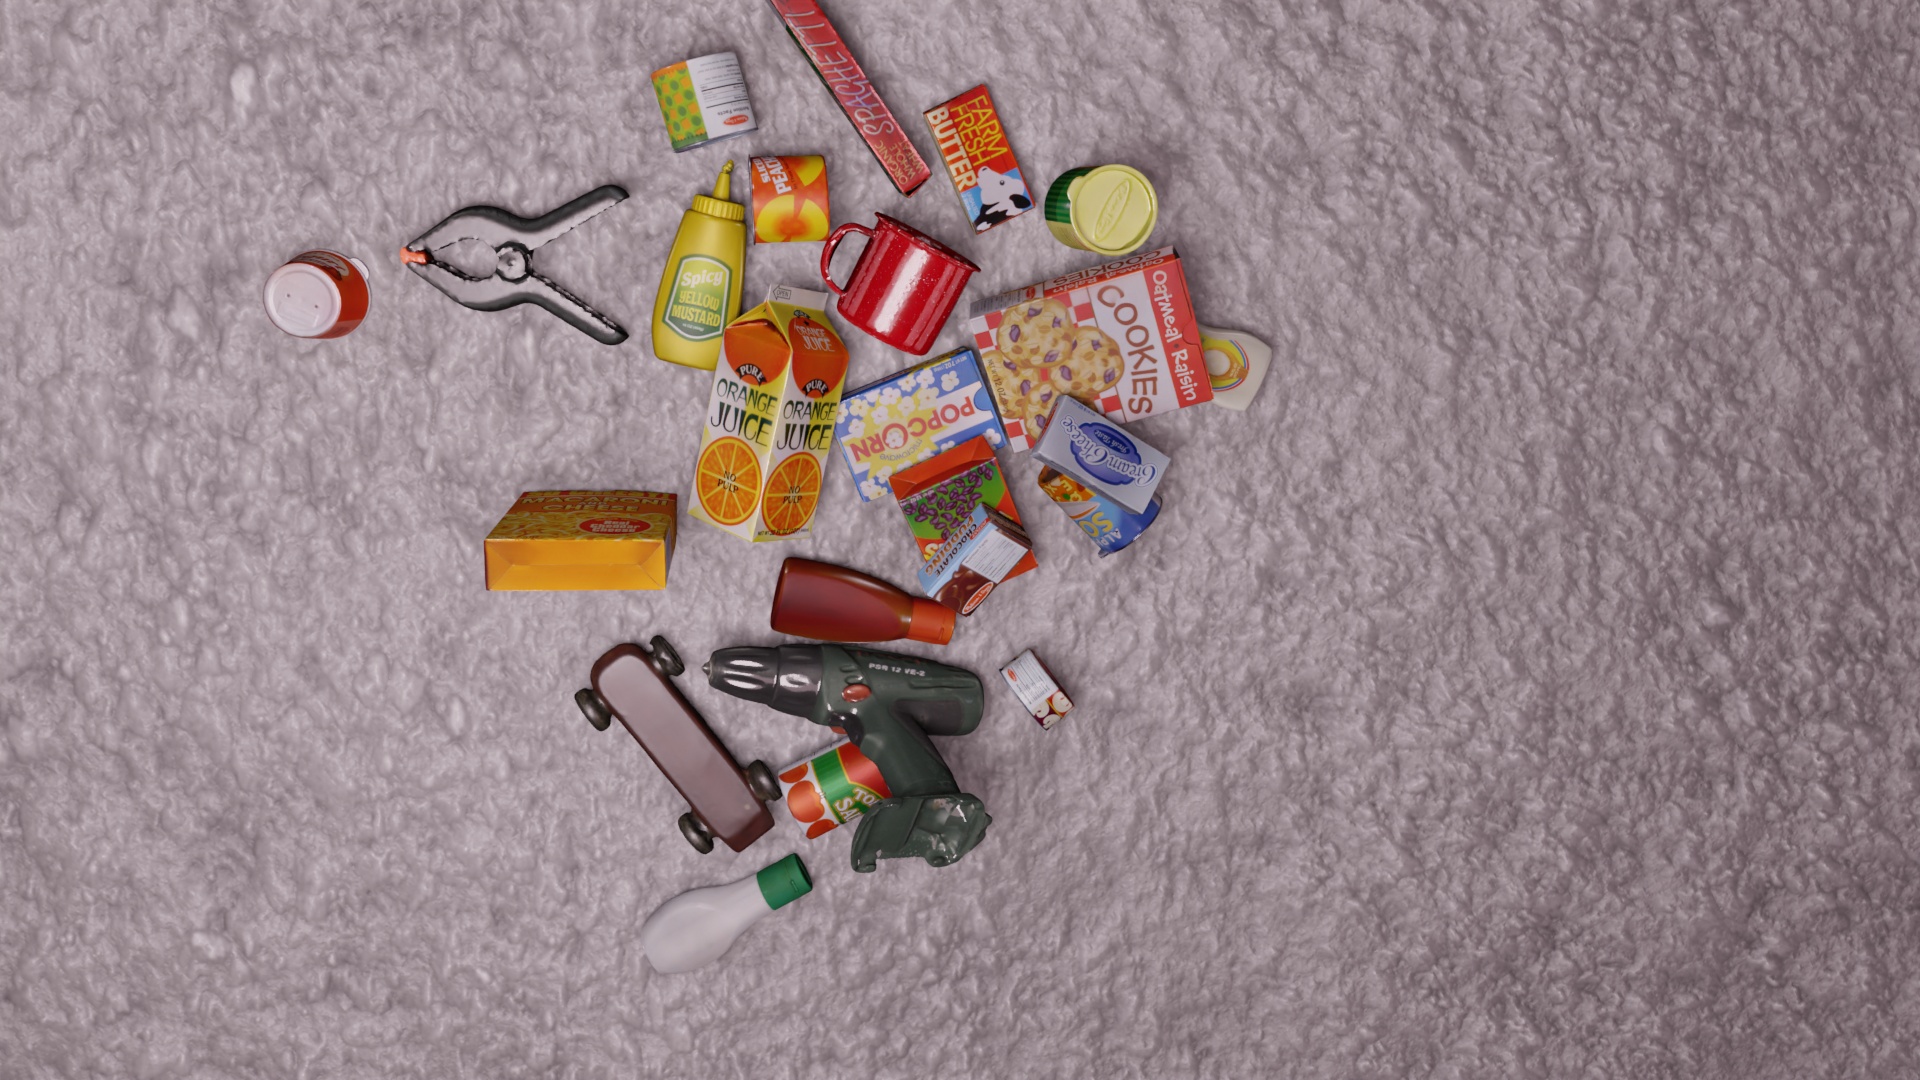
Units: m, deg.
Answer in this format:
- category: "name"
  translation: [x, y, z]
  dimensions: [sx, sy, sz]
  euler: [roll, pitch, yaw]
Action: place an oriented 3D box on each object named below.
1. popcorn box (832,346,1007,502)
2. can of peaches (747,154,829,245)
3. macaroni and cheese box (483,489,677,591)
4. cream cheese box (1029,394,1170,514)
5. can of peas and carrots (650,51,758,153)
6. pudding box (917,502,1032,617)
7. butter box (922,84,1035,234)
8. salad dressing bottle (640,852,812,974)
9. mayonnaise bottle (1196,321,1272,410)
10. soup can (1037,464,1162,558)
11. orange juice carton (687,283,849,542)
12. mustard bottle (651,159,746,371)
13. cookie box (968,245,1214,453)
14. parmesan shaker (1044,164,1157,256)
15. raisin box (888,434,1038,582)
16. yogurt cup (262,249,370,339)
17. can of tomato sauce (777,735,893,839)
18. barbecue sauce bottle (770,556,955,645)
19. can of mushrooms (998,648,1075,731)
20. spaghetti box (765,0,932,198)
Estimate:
- category: "popcorn box"
  translation: [-0.037, -0.094, 1.124]
  dimensions: [0.127, 0.038, 0.085]
  euler: [-22, 105, -2]
- category: "can of peaches"
  translation: [-0.130, -0.260, 1.053]
  dimensions: [0.058, 0.071, 0.071]
  euler: [-3, 105, -8]
- category: "macaroni and cheese box"
  translation: [-0.279, -0.003, 1.044]
  dimensions: [0.124, 0.167, 0.040]
  euler: [0, 104, -9]
- category: "cream cheese box"
  translation: [0.110, -0.066, 1.093]
  dimensions: [0.104, 0.024, 0.053]
  euler: [29, 82, -17]
- category: "can of peas and carrots"
  translation: [-0.192, -0.325, 1.031]
  dimensions: [0.071, 0.071, 0.058]
  euler: [-16, 106, -4]
- category: "pudding box"
  translation: [0.011, 0.016, 1.105]
  dimensions: [0.049, 0.030, 0.083]
  euler: [29, 111, -34]
- category: "butter box"
  translation: [0.014, -0.298, 1.087]
  dimensions: [0.053, 0.024, 0.103]
  euler: [-25, 106, -1]
- category: "salad dressing bottle"
  translation: [-0.201, 0.321, 1.201]
  dimensions: [0.148, 0.044, 0.064]
  euler: [-27, 104, -2]
- category: "mayonnaise bottle"
  translation: [0.177, -0.159, 1.137]
  dimensions: [0.148, 0.041, 0.064]
  euler: [20, 103, -12]
- category: "soup can"
  translation: [0.113, -0.039, 1.144]
  dimensions: [0.071, 0.071, 0.083]
  euler: [-45, 105, 4]
- category: "orange juice carton"
  translation: [-0.144, -0.101, 1.074]
  dimensions: [0.073, 0.072, 0.192]
  euler: [21, 104, 31]
- category: "mustard bottle"
  translation: [-0.195, -0.213, 1.065]
  dimensions: [0.065, 0.049, 0.159]
  euler: [10, 102, -12]
- category: "cookie box"
  translation: [0.104, -0.149, 1.096]
  dimensions: [0.167, 0.040, 0.122]
  euler: [-14, 119, 11]
- category: "parmesan shaker"
  translation: [0.104, -0.257, 1.070]
  dimensions: [0.071, 0.103, 0.071]
  euler: [-2, 105, -8]
- category: "raisin box"
  translation: [0.004, -0.014, 1.127]
  dimensions: [0.086, 0.040, 0.122]
  euler: [-25, 129, -2]
- category: "yogurt cup"
  translation: [-0.480, -0.180, 1.030]
  dimensions: [0.072, 0.054, 0.072]
  euler: [-2, 105, -7]
- category: "can of tomato sauce"
  translation: [-0.102, 0.207, 1.173]
  dimensions: [0.083, 0.071, 0.071]
  euler: [-26, 106, 0]
- category: "barbecue sauce bottle"
  translation: [-0.079, 0.057, 1.152]
  dimensions: [0.149, 0.044, 0.064]
  euler: [11, 115, -12]
- category: "can of mushrooms"
  translation: [0.066, 0.127, 1.181]
  dimensions: [0.033, 0.071, 0.071]
  euler: [-39, 106, 2]
- category: "spaghetti box"
  translation: [-0.103, -0.368, 1.040]
  dimensions: [0.028, 0.050, 0.249]
  euler: [-36, 106, 3]
